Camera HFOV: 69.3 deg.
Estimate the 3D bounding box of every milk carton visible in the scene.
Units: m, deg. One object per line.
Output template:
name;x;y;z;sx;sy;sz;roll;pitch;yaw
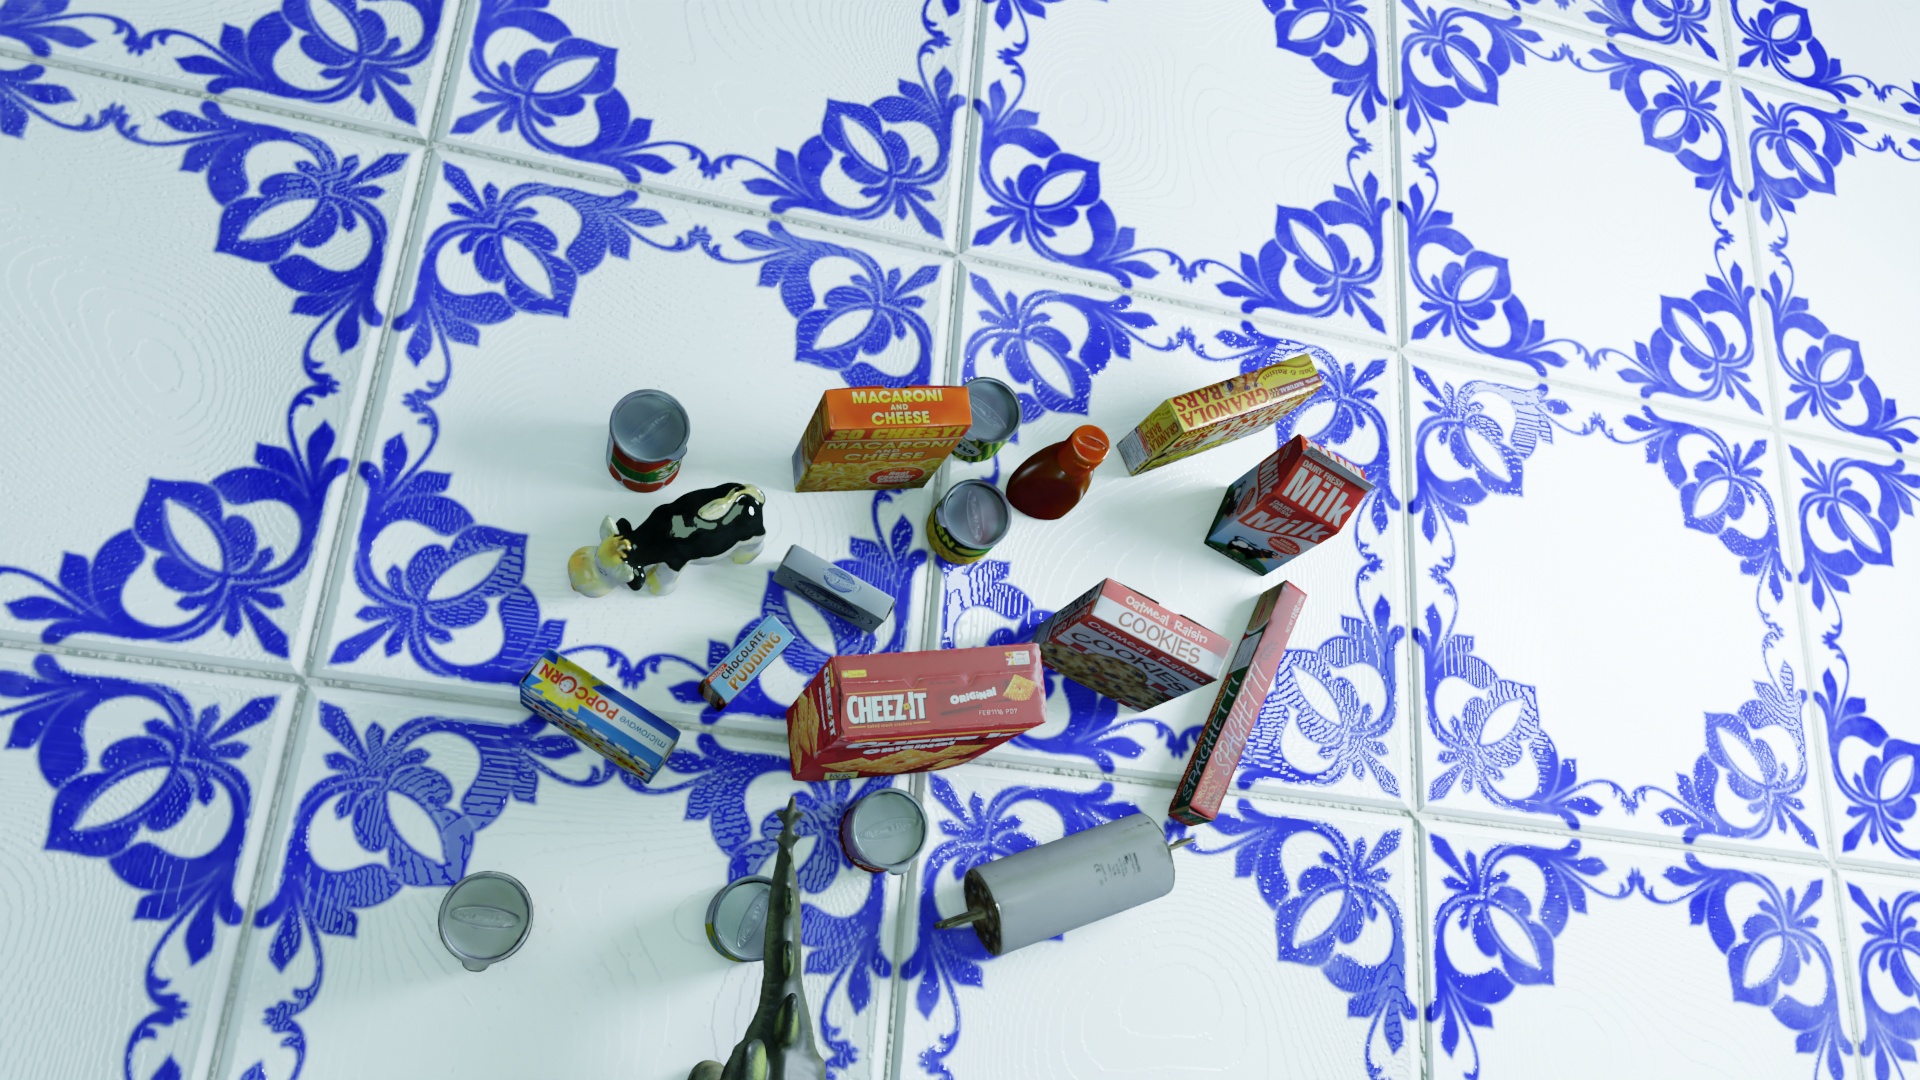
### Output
milk carton;0.308;-0.037;1.297;0.072;0.190;0.074;30;67;-6

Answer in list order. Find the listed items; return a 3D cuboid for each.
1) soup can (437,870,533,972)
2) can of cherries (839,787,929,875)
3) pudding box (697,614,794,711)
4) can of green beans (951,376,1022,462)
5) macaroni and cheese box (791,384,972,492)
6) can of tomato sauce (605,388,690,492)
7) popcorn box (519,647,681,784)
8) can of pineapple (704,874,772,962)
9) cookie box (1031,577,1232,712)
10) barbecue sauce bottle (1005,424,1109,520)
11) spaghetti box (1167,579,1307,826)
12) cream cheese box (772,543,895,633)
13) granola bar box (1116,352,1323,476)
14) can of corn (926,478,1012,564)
soup can;-0.357;0.288;1.048;0.071;0.083;0.071;5;72;-15
can of cherries;-0.065;0.246;1.164;0.071;0.058;0.071;5;72;-15
pudding box;-0.182;0.104;1.179;0.030;0.049;0.084;45;66;0
can of green beans;0.018;-0.113;1.306;0.071;0.057;0.071;5;72;-15
macaroni and cheese box;-0.073;-0.087;1.211;0.124;0.166;0.040;-3;74;-18
can of tomato sauce;-0.268;-0.083;1.196;0.071;0.082;0.071;5;72;-15
popcorn box;-0.290;0.143;1.115;0.127;0.085;0.038;34;67;-4
can of pineapple;-0.168;0.305;1.114;0.071;0.057;0.071;5;72;-15
cookie box;0.144;0.094;1.217;0.123;0.167;0.040;27;68;-7
barbecue sauce bottle;0.092;-0.062;1.262;0.065;0.148;0.044;21;68;-10
spaghetti box;0.260;0.151;1.298;0.029;0.050;0.251;31;67;-6
cream cheese box;-0.111;0.043;1.218;0.104;0.053;0.024;29;67;-6
granola bar box;0.250;-0.120;1.342;0.166;0.123;0.039;-19;80;-21
can of corn;0.005;-0.016;1.270;0.071;0.058;0.071;5;72;-15
